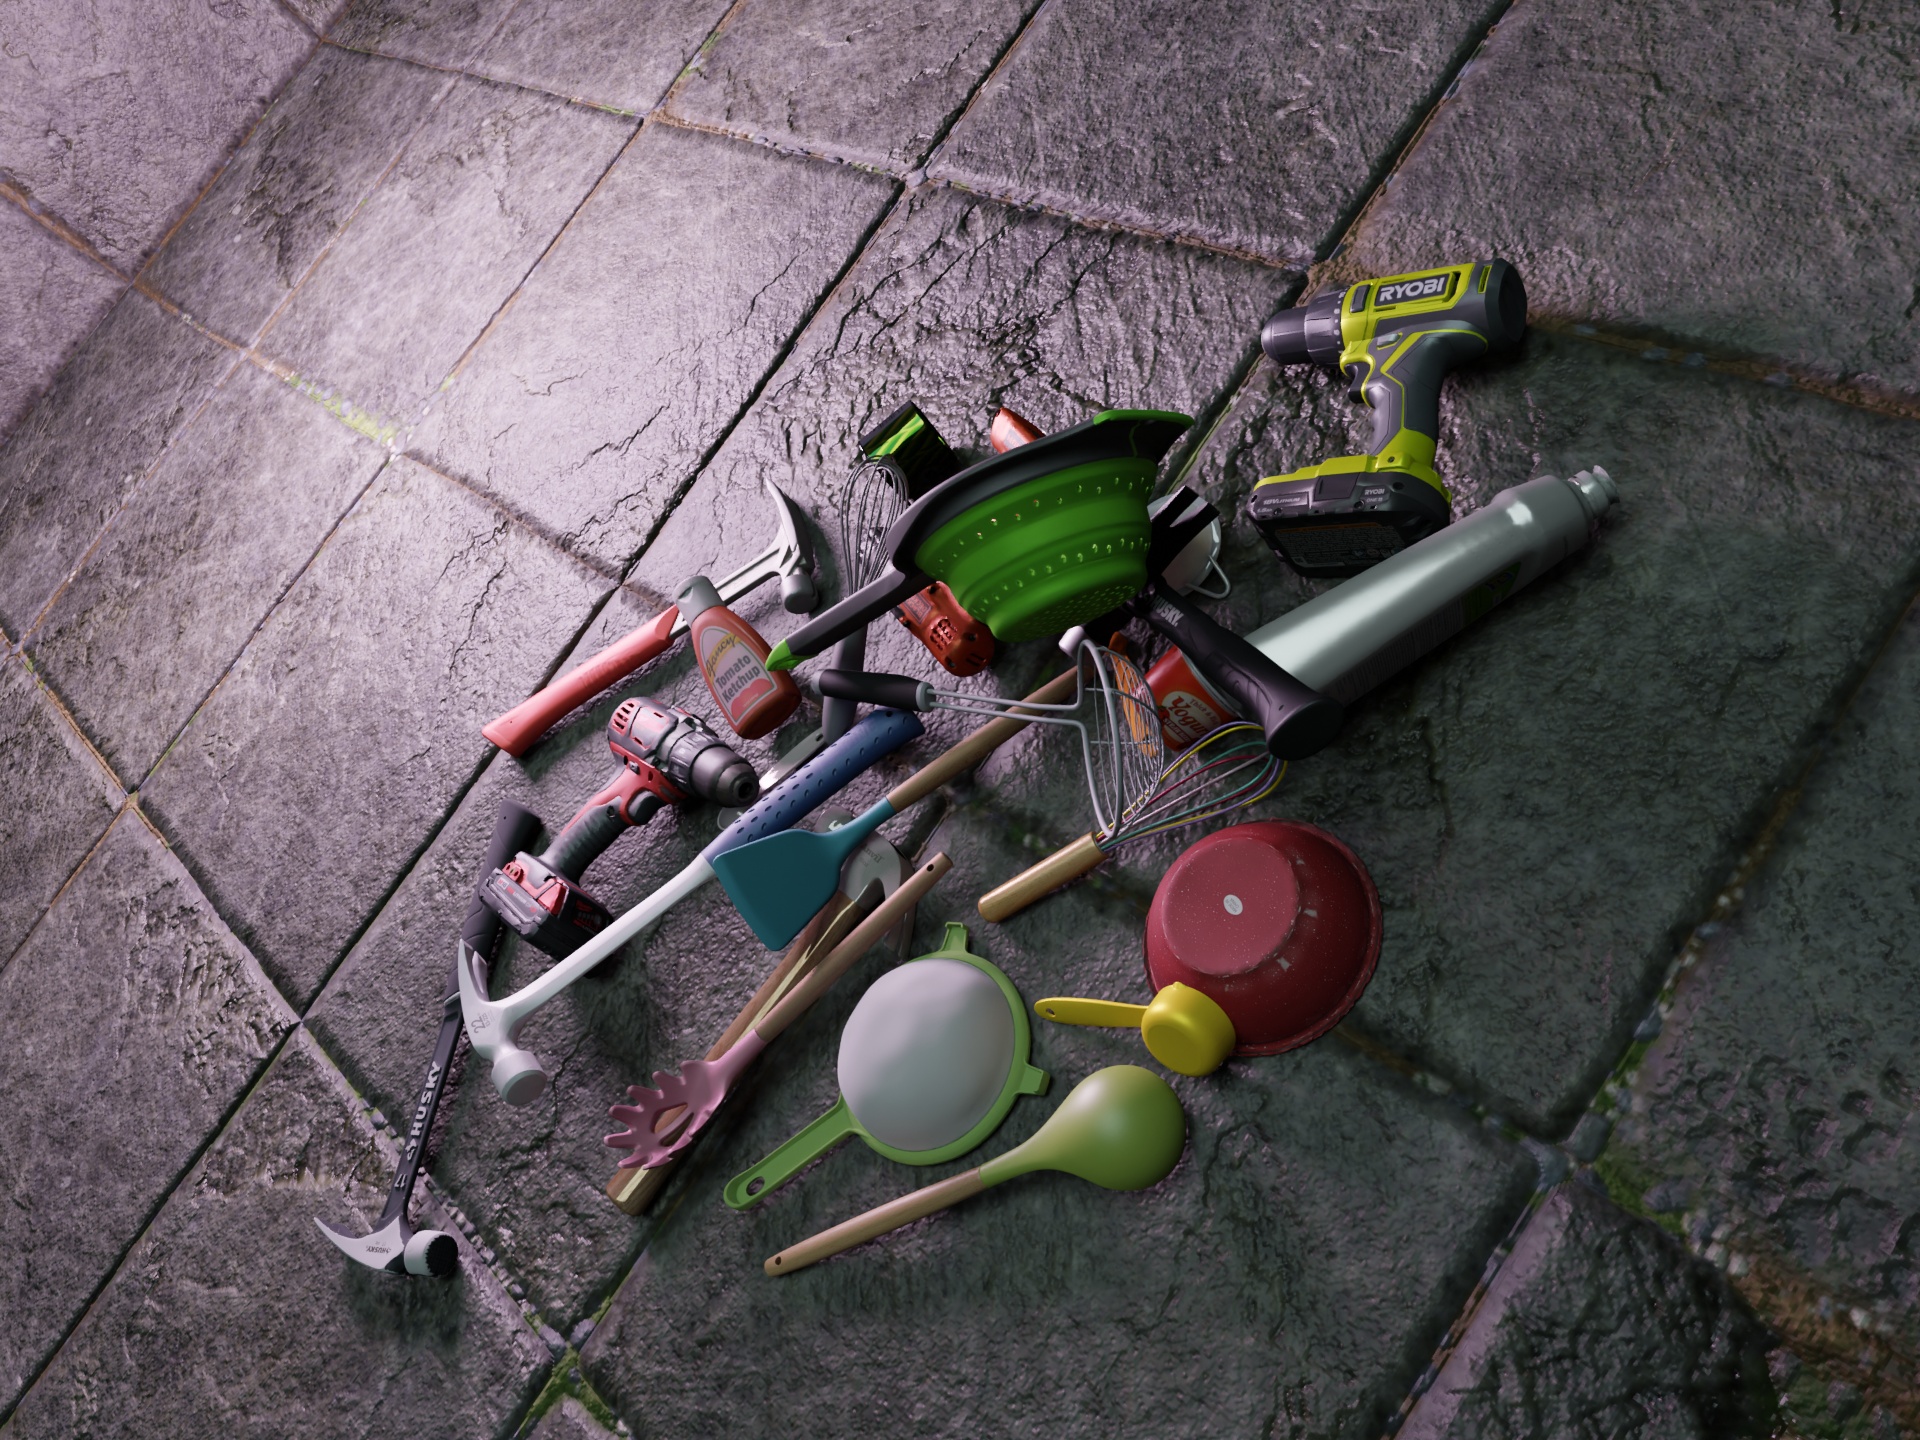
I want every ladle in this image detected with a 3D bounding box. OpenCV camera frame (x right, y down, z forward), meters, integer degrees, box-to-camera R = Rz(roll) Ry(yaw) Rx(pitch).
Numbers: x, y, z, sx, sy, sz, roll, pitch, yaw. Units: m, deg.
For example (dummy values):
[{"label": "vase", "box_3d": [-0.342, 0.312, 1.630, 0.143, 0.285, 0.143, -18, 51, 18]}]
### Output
[{"label": "ladle", "box_3d": [0.003, 0.307, 1.032, 0.320, 0.062, 0.078, -30, 52, 24]}]

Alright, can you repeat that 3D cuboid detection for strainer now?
[{"label": "strainer", "box_3d": [0.119, -0.169, 1.231, 0.087, 0.050, 0.259, -52, 44, 11]}, {"label": "strainer", "box_3d": [-0.074, 0.251, 1.087, 0.256, 0.069, 0.152, -38, 49, 7]}]

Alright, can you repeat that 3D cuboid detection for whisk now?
[{"label": "whisk", "box_3d": [-0.081, -0.093, 1.255, 0.055, 0.055, 0.239, 21, 106, 40]}, {"label": "whisk", "box_3d": [0.116, 0.078, 1.087, 0.245, 0.047, 0.051, -33, 38, 19]}]

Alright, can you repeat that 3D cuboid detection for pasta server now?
[{"label": "pasta server", "box_3d": [-0.125, 0.204, 1.129, 0.316, 0.040, 0.060, -44, 60, 4]}]

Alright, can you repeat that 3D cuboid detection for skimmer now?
[{"label": "skimmer", "box_3d": [-0.002, -0.004, 1.103, 0.363, 0.090, 0.127, 9, 111, 44]}]

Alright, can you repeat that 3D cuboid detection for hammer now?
[{"label": "hammer", "box_3d": [-0.201, 0.111, 1.202, 0.405, 0.035, 0.144, -38, 50, -9]}, {"label": "hammer", "box_3d": [-0.149, 0.225, 1.179, 0.130, 0.031, 0.331, 33, 84, 42]}, {"label": "hammer", "box_3d": [0.159, -0.055, 1.011, 0.146, 0.035, 0.335, -54, 22, 8]}, {"label": "hammer", "box_3d": [-0.289, -0.076, 1.447, 0.359, 0.036, 0.149, -30, 51, 15]}, {"label": "hammer", "box_3d": [-0.432, 0.255, 1.348, 0.149, 0.036, 0.409, -7, 60, 32]}]

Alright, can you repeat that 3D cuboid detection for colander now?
[{"label": "colander", "box_3d": [0.004, -0.084, 1.121, 0.397, 0.204, 0.094, -28, 78, 39]}]

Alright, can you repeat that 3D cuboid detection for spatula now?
[{"label": "spatula", "box_3d": [-0.029, 0.048, 1.167, 0.317, 0.044, 0.082, -35, 81, -3]}]

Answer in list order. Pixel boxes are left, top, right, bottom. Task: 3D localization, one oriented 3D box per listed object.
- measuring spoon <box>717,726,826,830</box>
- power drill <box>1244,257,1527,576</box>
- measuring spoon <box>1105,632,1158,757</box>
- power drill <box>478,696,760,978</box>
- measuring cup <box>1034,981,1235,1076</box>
[{"label": "measuring spoon", "box_3d": [-0.147, 0.049, 1.296, 0.124, 0.018, 0.034, -42, 37, -4]}, {"label": "power drill", "box_3d": [0.283, -0.219, 1.127, 0.191, 0.080, 0.229, 1, 62, 40]}, {"label": "measuring spoon", "box_3d": [0.124, -0.021, 1.156, 0.021, 0.011, 0.117, -28, 51, 17]}, {"label": "power drill", "box_3d": [-0.272, 0.094, 1.302, 0.188, 0.080, 0.227, 24, 75, 47]}, {"label": "measuring cup", "box_3d": [0.102, 0.197, 1.016, 0.156, 0.062, 0.029, -4, 29, 42]}]
